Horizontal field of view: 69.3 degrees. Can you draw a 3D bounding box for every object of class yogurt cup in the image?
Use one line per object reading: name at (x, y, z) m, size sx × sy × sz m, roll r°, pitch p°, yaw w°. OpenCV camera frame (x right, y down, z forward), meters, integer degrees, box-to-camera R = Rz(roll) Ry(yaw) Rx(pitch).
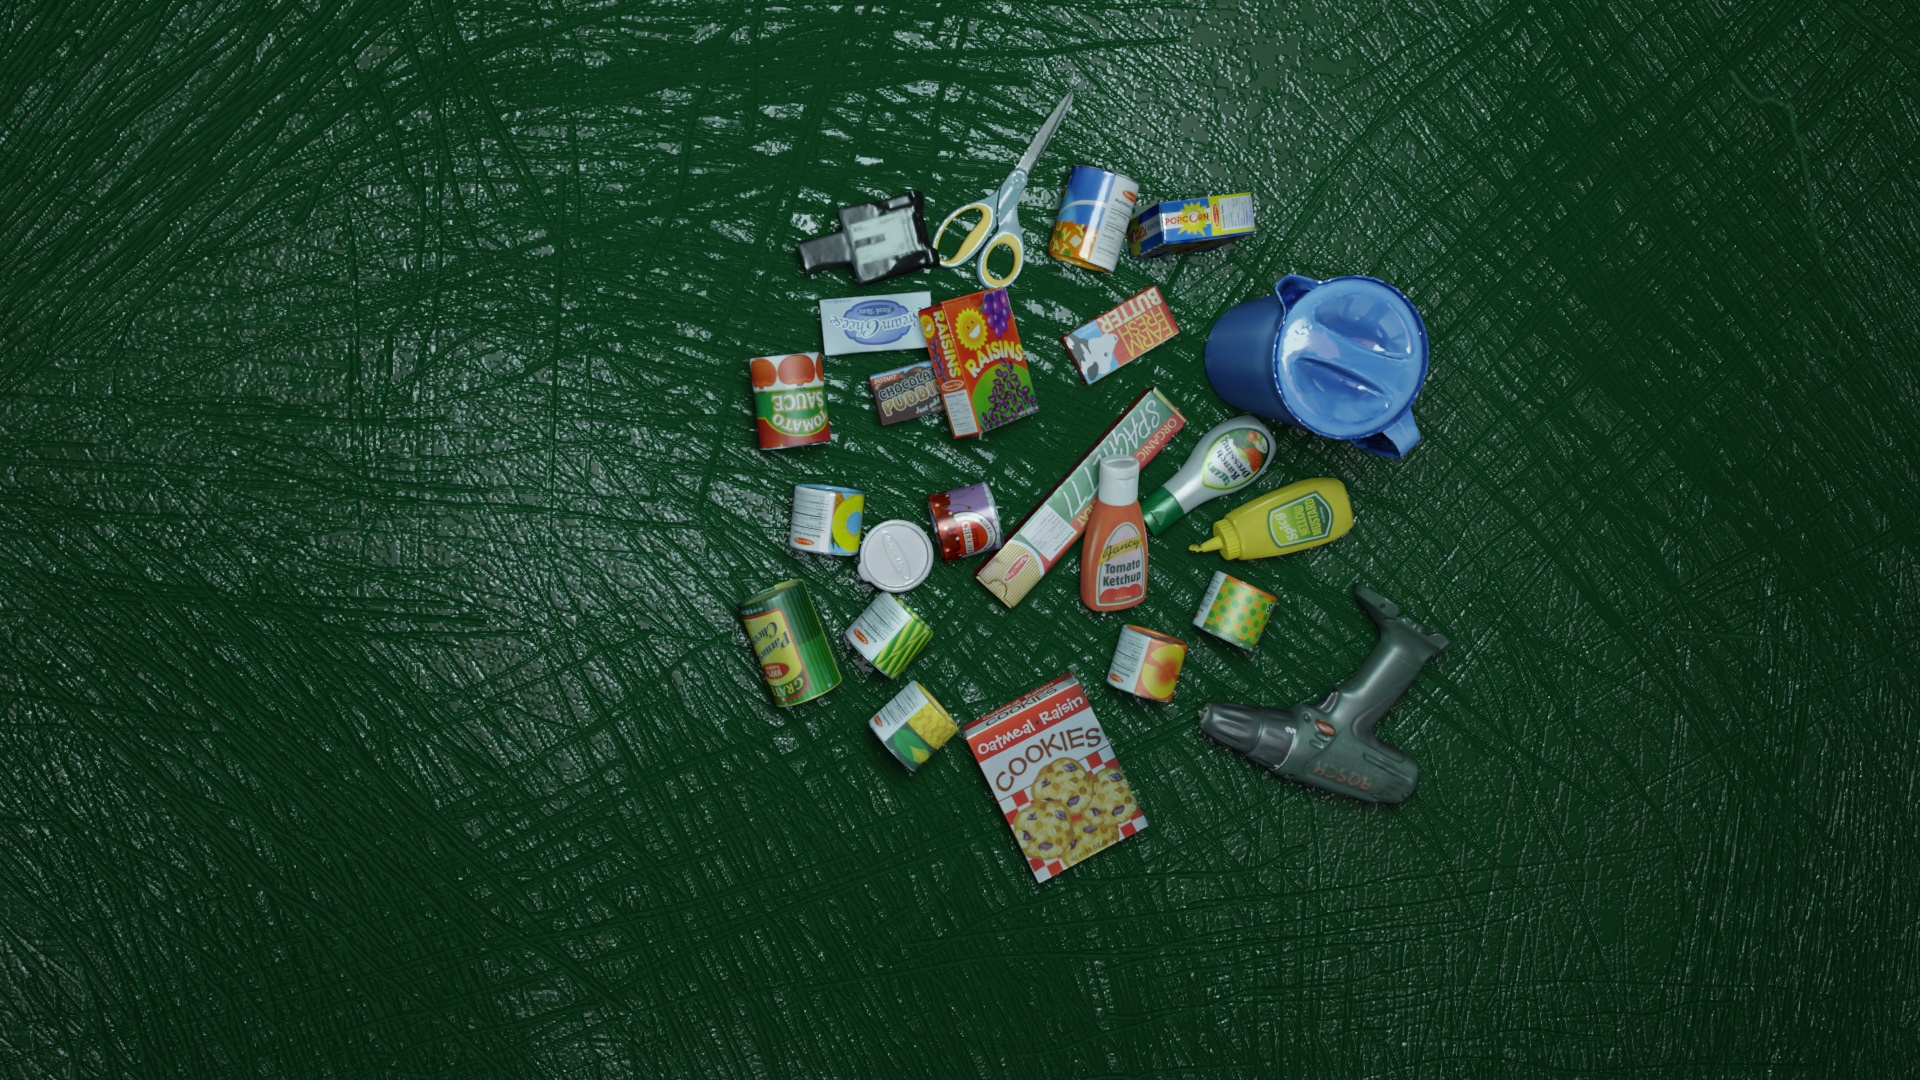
yogurt cup at (-0.062, 0.011, 1.308) m, size 0.072 × 0.054 × 0.072 m, roll -1°, pitch 97°, yaw -7°

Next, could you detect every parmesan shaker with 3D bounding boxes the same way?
parmesan shaker at (-0.162, 0.096, 1.301) m, size 0.071 × 0.071 × 0.103 m, roll -21°, pitch 99°, yaw -4°

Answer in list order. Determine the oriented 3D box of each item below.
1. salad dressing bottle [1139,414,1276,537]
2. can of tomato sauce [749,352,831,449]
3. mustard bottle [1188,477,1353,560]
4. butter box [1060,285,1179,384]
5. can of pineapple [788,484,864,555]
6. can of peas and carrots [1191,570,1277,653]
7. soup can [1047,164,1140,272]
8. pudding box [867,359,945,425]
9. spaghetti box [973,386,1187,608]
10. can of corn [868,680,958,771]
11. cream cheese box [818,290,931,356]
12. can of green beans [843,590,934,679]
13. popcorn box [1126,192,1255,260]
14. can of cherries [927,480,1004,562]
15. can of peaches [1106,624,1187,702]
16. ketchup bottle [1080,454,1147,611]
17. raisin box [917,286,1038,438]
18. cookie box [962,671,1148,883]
salad dressing bottle at (0.234, -0.061, 1.342) m, size 0.148 × 0.044 × 0.064 m, roll -38°, pitch 101°, yaw -1°
can of tomato sauce at (-0.155, -0.128, 1.271) m, size 0.071 × 0.071 × 0.083 m, roll -7°, pitch 98°, yaw -6°
mustard bottle at (0.300, -0.013, 1.353) m, size 0.160 × 0.049 × 0.065 m, roll -19°, pitch 98°, yaw -5°
butter box at (0.152, -0.196, 1.325) m, size 0.103 × 0.024 × 0.053 m, roll -30°, pitch 100°, yaw -2°
can of pineapple at (-0.124, -0.020, 1.292) m, size 0.071 × 0.071 × 0.057 m, roll 6°, pitch 97°, yaw -8°
can of peas and carrots at (0.269, 0.069, 1.351) m, size 0.071 × 0.071 × 0.058 m, roll 23°, pitch 93°, yaw -9°
soup can at (0.121, -0.298, 1.289) m, size 0.071 × 0.071 × 0.083 m, roll 16°, pitch 96°, yaw -9°
pudding box at (-0.040, -0.141, 1.304) m, size 0.084 × 0.030 × 0.049 m, roll -15°, pitch 98°, yaw -5°
spaghetti box at (0.115, -0.042, 1.336) m, size 0.050 × 0.029 × 0.250 m, roll 43°, pitch 90°, yaw -10°
can of corn at (-0.043, 0.178, 1.326) m, size 0.058 × 0.071 × 0.071 m, roll -43°, pitch 100°, yaw 0°
cream cheese box at (-0.078, -0.202, 1.295) m, size 0.104 × 0.024 × 0.053 m, roll -6°, pitch 99°, yaw -6°
can of green beans at (-0.067, 0.088, 1.311) m, size 0.071 × 0.071 × 0.058 m, roll 43°, pitch 90°, yaw -10°
popcorn box at (0.208, -0.286, 1.269) m, size 0.085 × 0.127 × 0.038 m, roll -9°, pitch 96°, yaw -6°
can of cherries at (0.005, -0.016, 1.304) m, size 0.058 × 0.071 × 0.071 m, roll -14°, pitch 99°, yaw -5°
can of peaches at (0.183, 0.119, 1.347) m, size 0.071 × 0.071 × 0.058 m, roll 15°, pitch 95°, yaw -9°
ketchup bottle at (0.147, -0.007, 1.314) m, size 0.065 × 0.044 × 0.148 m, roll -9°, pitch 118°, yaw -17°
raisin box at (0.017, -0.165, 1.283) m, size 0.086 × 0.040 × 0.123 m, roll -24°, pitch 101°, yaw -41°
cookie box at (0.092, 0.231, 1.362) m, size 0.123 × 0.040 × 0.167 m, roll -27°, pitch 100°, yaw -3°
